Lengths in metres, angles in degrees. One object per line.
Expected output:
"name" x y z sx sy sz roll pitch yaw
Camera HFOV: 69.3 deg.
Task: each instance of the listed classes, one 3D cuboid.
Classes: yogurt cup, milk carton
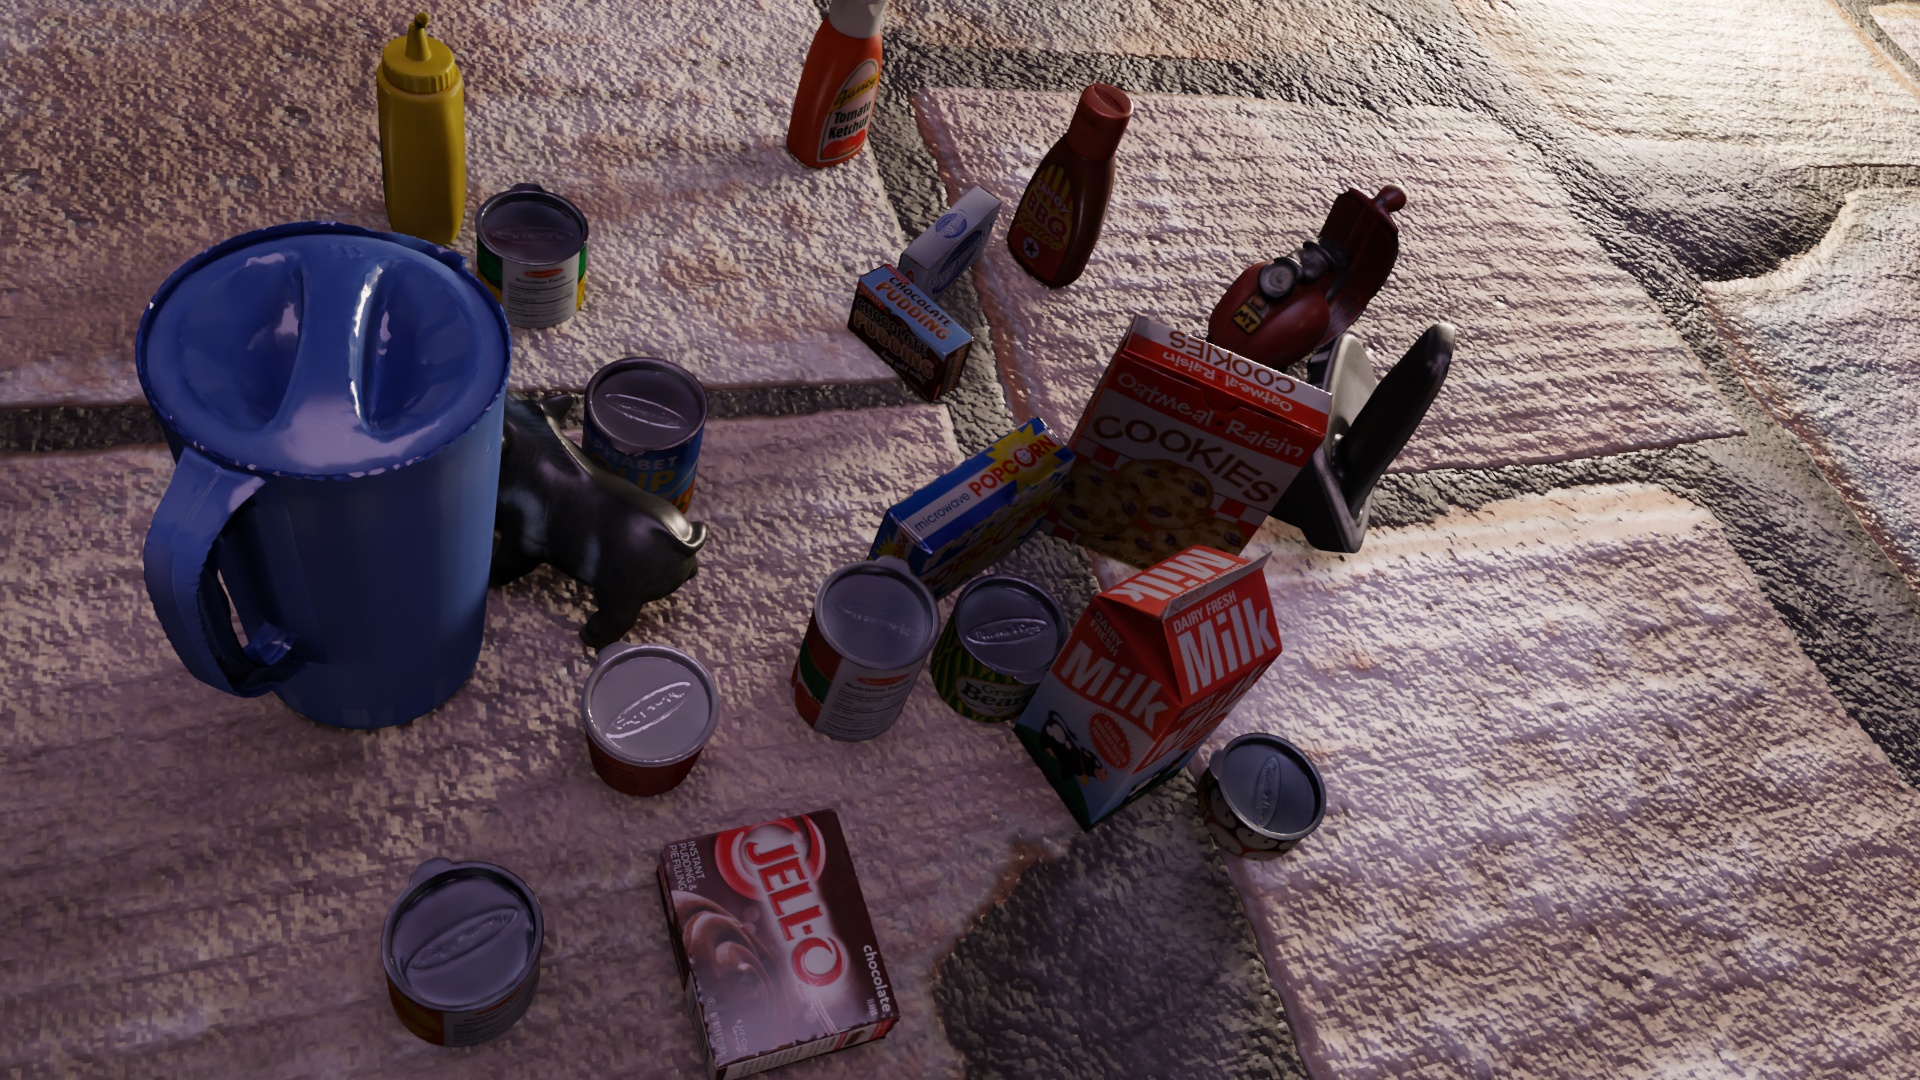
"yogurt cup" -0.159 0.094 0.705 0.072 0.053 0.073 9 53 -12
"milk carton" 0.099 0.070 0.721 0.072 0.189 0.073 -24 65 -31

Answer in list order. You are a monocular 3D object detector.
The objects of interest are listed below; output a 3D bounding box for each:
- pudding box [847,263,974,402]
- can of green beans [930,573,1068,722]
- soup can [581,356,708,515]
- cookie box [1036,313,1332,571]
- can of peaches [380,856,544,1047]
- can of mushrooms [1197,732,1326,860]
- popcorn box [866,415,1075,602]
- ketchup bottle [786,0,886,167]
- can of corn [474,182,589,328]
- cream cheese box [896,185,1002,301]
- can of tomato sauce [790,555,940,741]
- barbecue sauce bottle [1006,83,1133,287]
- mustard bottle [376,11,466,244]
"pudding box" -0.034 -0.138 0.919 0.084 0.049 0.030 44 54 15
"can of green beans" 0.021 0.062 0.786 0.071 0.057 0.071 9 53 -12
"soup can" -0.181 -0.050 0.784 0.071 0.083 0.072 9 53 -12
"cookie box" 0.127 -0.045 0.829 0.123 0.166 0.040 22 51 -2
"can of peaches" -0.221 0.182 0.617 0.071 0.057 0.071 9 53 -12
"can of mushrooms" 0.168 0.144 0.789 0.071 0.033 0.071 9 53 -12
"popcorn box" 0.003 -0.010 0.815 0.127 0.084 0.038 -34 71 -34
"ketchup bottle" -0.083 -0.337 0.986 0.065 0.148 0.043 -34 71 -34
"can of corn" -0.267 -0.177 0.865 0.071 0.058 0.071 9 53 -12
"cream cheese box" -0.012 -0.200 0.970 0.024 0.053 0.104 34 52 8
"can of tomato sauce" -0.053 0.059 0.747 0.071 0.082 0.071 9 53 -12
"barbecue sauce bottle" 0.079 -0.250 0.976 0.044 0.147 0.065 -28 68 -32
"mustard bottle" -0.325 -0.252 0.837 0.049 0.159 0.065 1 55 -18
